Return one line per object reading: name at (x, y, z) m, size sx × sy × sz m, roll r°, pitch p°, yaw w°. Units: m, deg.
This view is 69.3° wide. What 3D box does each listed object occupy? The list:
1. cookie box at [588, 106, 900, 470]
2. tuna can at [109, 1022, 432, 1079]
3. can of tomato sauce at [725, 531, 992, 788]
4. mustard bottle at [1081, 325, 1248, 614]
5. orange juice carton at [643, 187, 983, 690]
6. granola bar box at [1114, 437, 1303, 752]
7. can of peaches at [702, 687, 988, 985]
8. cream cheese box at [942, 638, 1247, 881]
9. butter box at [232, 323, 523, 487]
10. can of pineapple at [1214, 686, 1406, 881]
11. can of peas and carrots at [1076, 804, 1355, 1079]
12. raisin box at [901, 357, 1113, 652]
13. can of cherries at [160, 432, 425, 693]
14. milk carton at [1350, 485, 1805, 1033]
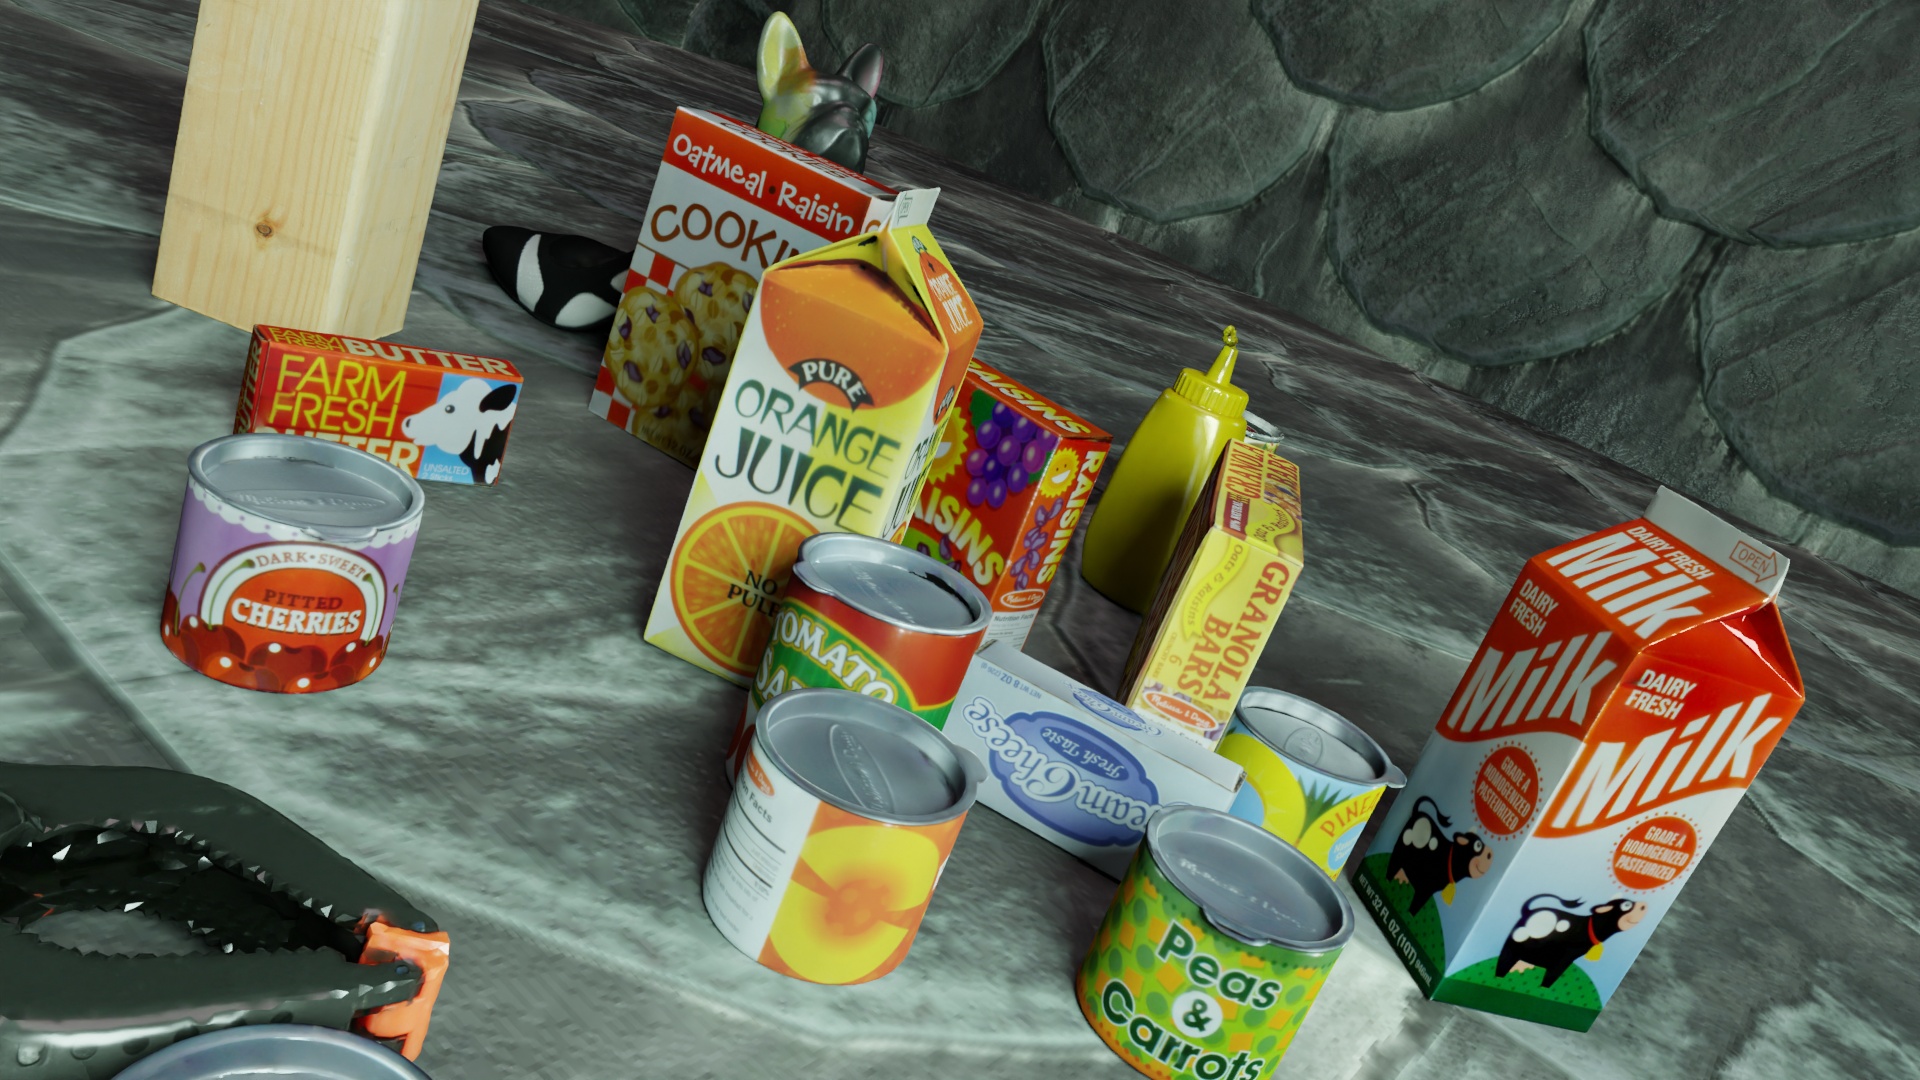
cookie box at (-0.110, -0.118, 0.705) m, size 0.123 × 0.166 × 0.040 m, roll 29°, pitch 20°, yaw 20°
tuna can at (-0.127, 0.121, 0.245) m, size 0.071 × 0.032 × 0.071 m, roll 19°, pitch 19°, yaw -7°
can of tomato sauce at (-0.036, 0.049, 0.460) m, size 0.071 × 0.082 × 0.071 m, roll 19°, pitch 19°, yaw -7°
mustard bottle at (0.119, -0.040, 0.750) m, size 0.065 × 0.159 × 0.049 m, roll 34°, pitch 22°, yaw 33°
orange juice carton at (-0.048, -0.041, 0.522) m, size 0.073 × 0.192 × 0.072 m, roll 23°, pitch 18°, yaw 5°
granola bar box at (0.101, 0.033, 0.587) m, size 0.039 × 0.123 × 0.166 m, roll 24°, pitch 19°, yaw 6°
can of peaches at (-0.034, 0.085, 0.403) m, size 0.071 × 0.058 × 0.071 m, roll 19°, pitch 19°, yaw -7°
cream cheese box at (0.044, 0.083, 0.499) m, size 0.104 × 0.053 × 0.024 m, roll 27°, pitch 19°, yaw 14°
butter box at (-0.237, -0.054, 0.570) m, size 0.103 × 0.053 × 0.024 m, roll 5°, pitch 24°, yaw -39°
can of pineapple at (0.126, 0.099, 0.537) m, size 0.071 × 0.057 × 0.071 m, roll 19°, pitch 19°, yaw -7°
can of peas and carrots at (0.075, 0.123, 0.415) m, size 0.071 × 0.058 × 0.071 m, roll 19°, pitch 19°, yaw -7°
raisin box at (0.002, -0.007, 0.593) m, size 0.086 × 0.123 × 0.040 m, roll 35°, pitch 23°, yaw 35°
can of cherries at (-0.206, 0.007, 0.428) m, size 0.071 × 0.058 × 0.072 m, roll 19°, pitch 19°, yaw -7°
milk carton at (0.226, 0.076, 0.502) m, size 0.073 × 0.189 × 0.072 m, roll 16°, pitch 19°, yaw -16°
